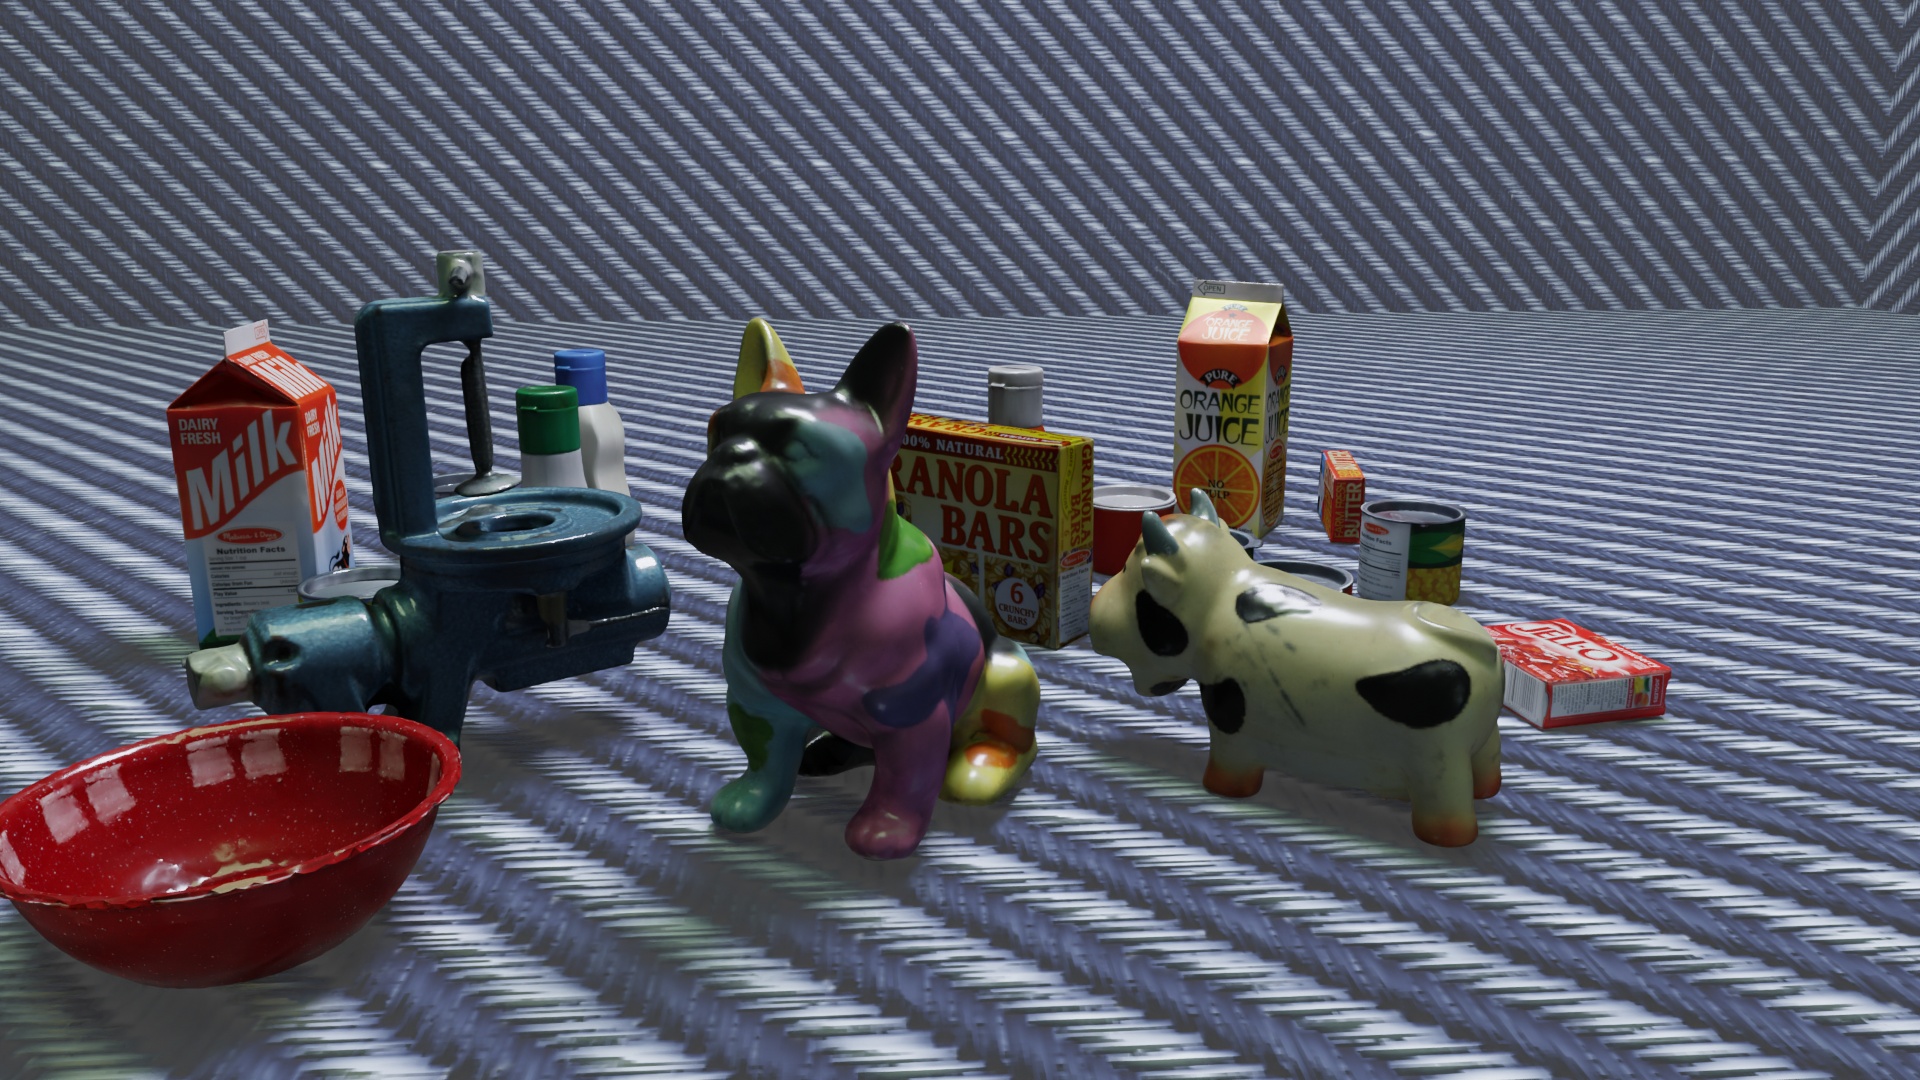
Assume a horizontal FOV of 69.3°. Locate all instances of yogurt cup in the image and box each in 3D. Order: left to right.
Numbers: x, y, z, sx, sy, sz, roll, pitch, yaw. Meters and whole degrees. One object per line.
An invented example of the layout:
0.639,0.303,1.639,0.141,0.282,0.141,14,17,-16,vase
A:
0.117,-0.007,0.980,0.072,0.053,0.072,0,15,0,yogurt cup

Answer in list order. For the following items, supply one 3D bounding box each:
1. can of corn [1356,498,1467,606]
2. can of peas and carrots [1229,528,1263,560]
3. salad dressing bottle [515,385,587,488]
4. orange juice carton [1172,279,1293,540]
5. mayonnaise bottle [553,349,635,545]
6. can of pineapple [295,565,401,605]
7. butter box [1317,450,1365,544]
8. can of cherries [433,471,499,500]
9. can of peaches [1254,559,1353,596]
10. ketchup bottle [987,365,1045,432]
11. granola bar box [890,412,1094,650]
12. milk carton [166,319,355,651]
0.299,0.008,0.915,0.071,0.058,0.071,0,15,0,can of corn
0.147,0.026,0.847,0.071,0.058,0.071,0,15,0,can of peas and carrots
-0.250,-0.021,0.859,0.064,0.147,0.044,5,15,20,salad dressing bottle
0.210,-0.103,1.072,0.072,0.192,0.073,7,16,27,orange juice carton
-0.276,-0.066,1.027,0.065,0.147,0.041,7,16,25,mayonnaise bottle
-0.327,0.050,0.768,0.071,0.057,0.071,0,15,0,can of pineapple
0.297,-0.035,1.086,0.024,0.053,0.104,2,15,8,butter box
-0.357,-0.015,1.011,0.071,0.058,0.072,0,15,0,can of cherries
0.184,0.047,0.770,0.071,0.058,0.071,0,15,0,can of peaches
0.036,-0.041,0.929,0.065,0.148,0.044,12,19,41,ketchup bottle
0.003,-0.011,0.862,0.165,0.123,0.039,11,18,37,granola bar box
-0.409,-0.031,0.817,0.073,0.190,0.072,-2,15,-8,milk carton
